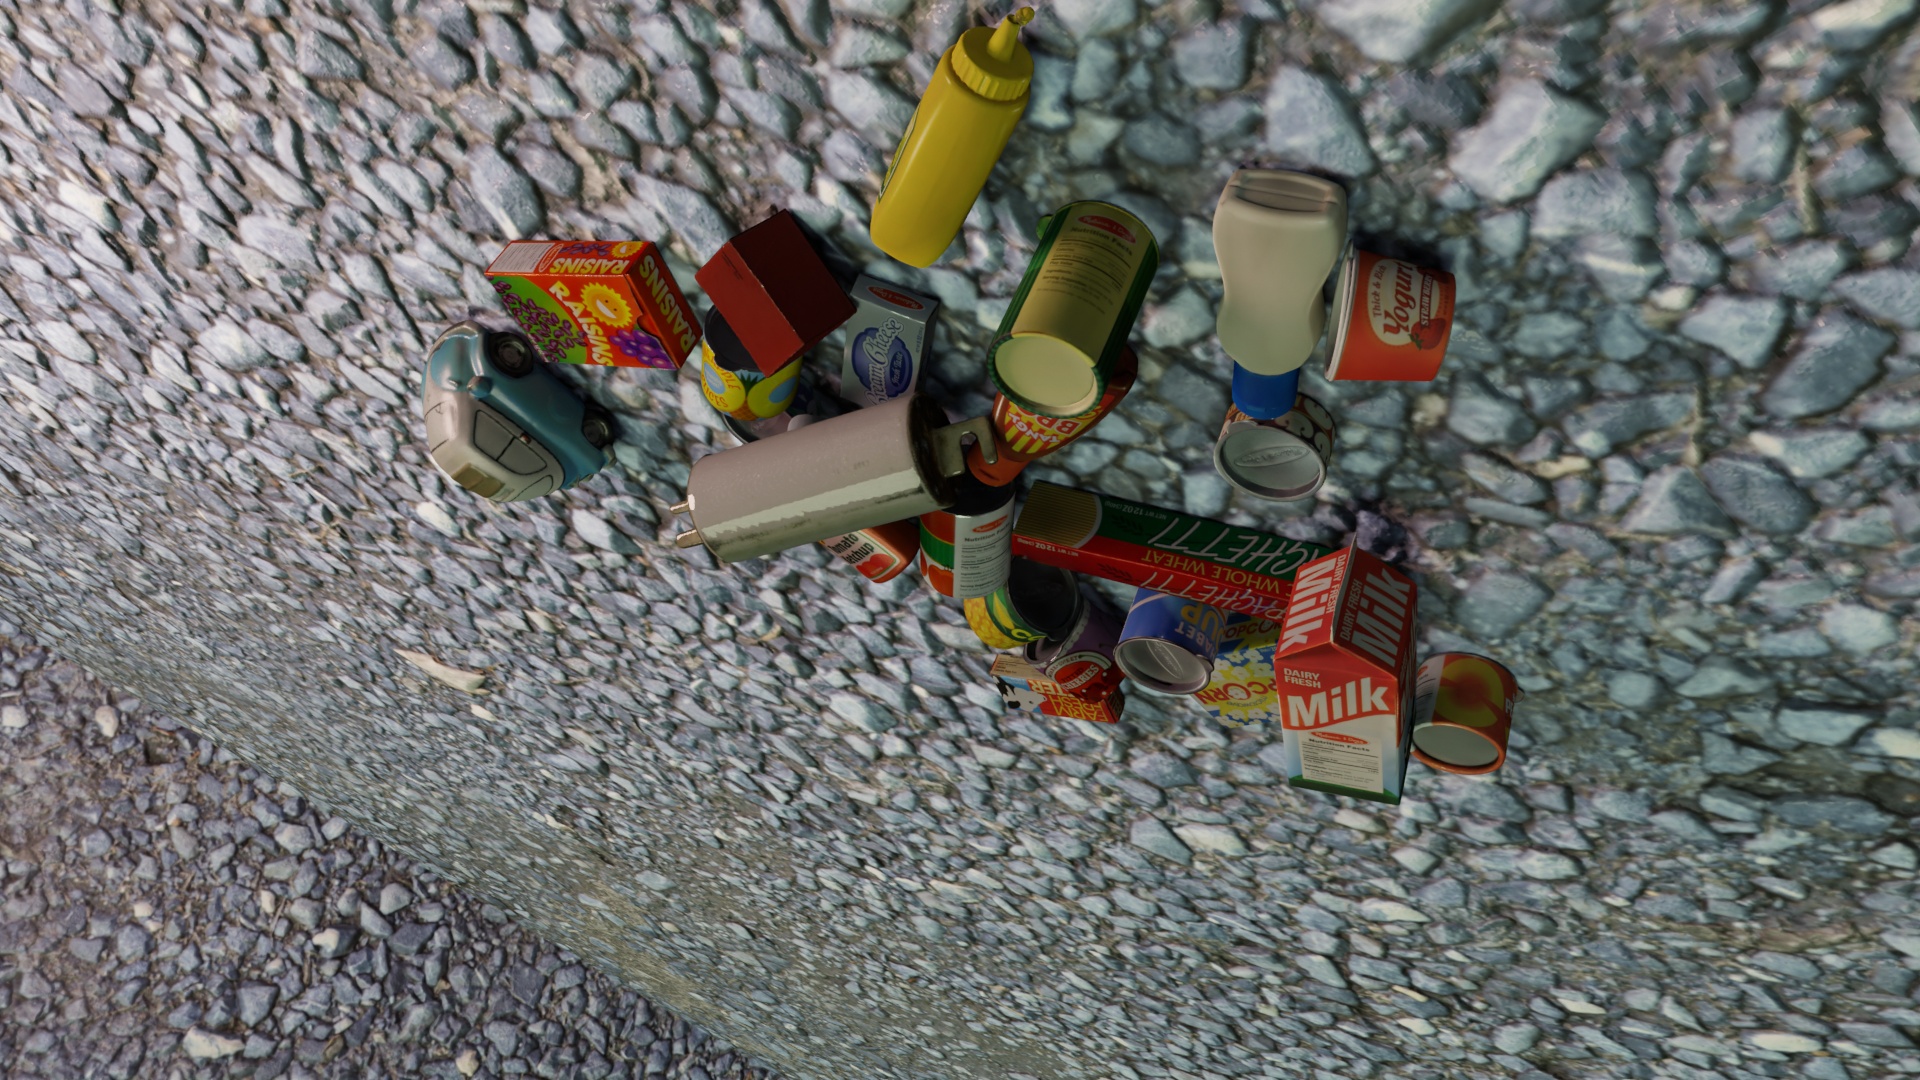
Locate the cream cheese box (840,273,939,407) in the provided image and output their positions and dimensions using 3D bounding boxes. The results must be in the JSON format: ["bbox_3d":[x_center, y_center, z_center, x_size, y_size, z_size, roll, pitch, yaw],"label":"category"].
[{"bbox_3d":[-0.047,-0.121,0.889,0.053,0.024,0.103,22,147,6],"label":"cream cheese box"}]

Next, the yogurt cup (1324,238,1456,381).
[{"bbox_3d":[0.216,-0.111,0.699,0.054,0.073,0.072,9,145,9],"label":"yogurt cup"}]

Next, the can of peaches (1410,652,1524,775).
[{"bbox_3d":[0.342,0.119,0.944,0.071,0.058,0.071,17,146,12],"label":"can of peaches"}]

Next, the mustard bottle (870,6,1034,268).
[{"bbox_3d":[0.000,-0.209,0.703,0.049,0.066,0.159,24,142,-9],"label":"mustard bottle"}]

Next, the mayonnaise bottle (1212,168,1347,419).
[{"bbox_3d":[0.164,-0.125,0.732,0.065,0.041,0.147,15,147,18],"label":"mayonnaise bottle"}]

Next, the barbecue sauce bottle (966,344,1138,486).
[{"bbox_3d":[0.049,-0.082,0.865,0.065,0.044,0.148,29,147,-10],"label":"barbecue sauce bottle"}]

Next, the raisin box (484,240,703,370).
[{"bbox_3d":[-0.250,-0.162,0.951,0.123,0.040,0.085,6,142,25],"label":"raisin box"}]

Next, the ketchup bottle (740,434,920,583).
[{"bbox_3d":[-0.101,-0.027,1.041,0.148,0.044,0.064,37,145,-17],"label":"ketchup bottle"}]

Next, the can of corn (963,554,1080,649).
[{"bbox_3d":[0.045,0.045,1.022,0.071,0.071,0.058,38,146,-19],"label":"can of corn"}]

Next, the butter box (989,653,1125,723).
[{"bbox_3d":[0.080,0.123,1.151,0.103,0.024,0.053,4,141,29],"label":"butter box"}]

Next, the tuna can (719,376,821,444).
[{"bbox_3d":[-0.131,-0.091,0.979,0.071,0.033,0.070,17,146,12],"label":"tuna can"}]

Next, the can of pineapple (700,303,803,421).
[{"bbox_3d":[-0.138,-0.119,0.910,0.071,0.071,0.057,24,147,2],"label":"can of pineapple"}]

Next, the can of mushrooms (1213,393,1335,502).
[{"bbox_3d":[0.185,-0.057,0.820,0.071,0.033,0.070,17,147,12],"label":"can of mushrooms"}]

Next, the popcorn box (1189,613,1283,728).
[{"bbox_3d":[0.219,0.092,1.004,0.085,0.038,0.126,43,143,-24],"label":"popcorn box"}]

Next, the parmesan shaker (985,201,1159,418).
[{"bbox_3d":[0.058,-0.124,0.744,0.071,0.103,0.071,17,146,12],"label":"parmesan shaker"}]

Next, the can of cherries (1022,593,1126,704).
[{"bbox_3d":[0.090,0.083,1.045,0.058,0.072,0.071,37,145,-19],"label":"can of cherries"}]

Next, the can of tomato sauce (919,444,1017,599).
[{"bbox_3d":[0.003,-0.012,0.958,0.071,0.071,0.082,15,136,14],"label":"can of tomato sauce"}]

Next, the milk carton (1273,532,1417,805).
[{"bbox_3d":[0.238,0.081,0.852,0.073,0.073,0.189,7,144,23],"label":"milk carton"}]

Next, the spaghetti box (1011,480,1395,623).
[{"bbox_3d":[0.159,0.013,0.921,0.250,0.050,0.028,14,147,16],"label":"spaghetti box"}]

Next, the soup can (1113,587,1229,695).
[{"bbox_3d":[0.151,0.053,0.951,0.071,0.084,0.071,17,146,12],"label":"soup can"}]
